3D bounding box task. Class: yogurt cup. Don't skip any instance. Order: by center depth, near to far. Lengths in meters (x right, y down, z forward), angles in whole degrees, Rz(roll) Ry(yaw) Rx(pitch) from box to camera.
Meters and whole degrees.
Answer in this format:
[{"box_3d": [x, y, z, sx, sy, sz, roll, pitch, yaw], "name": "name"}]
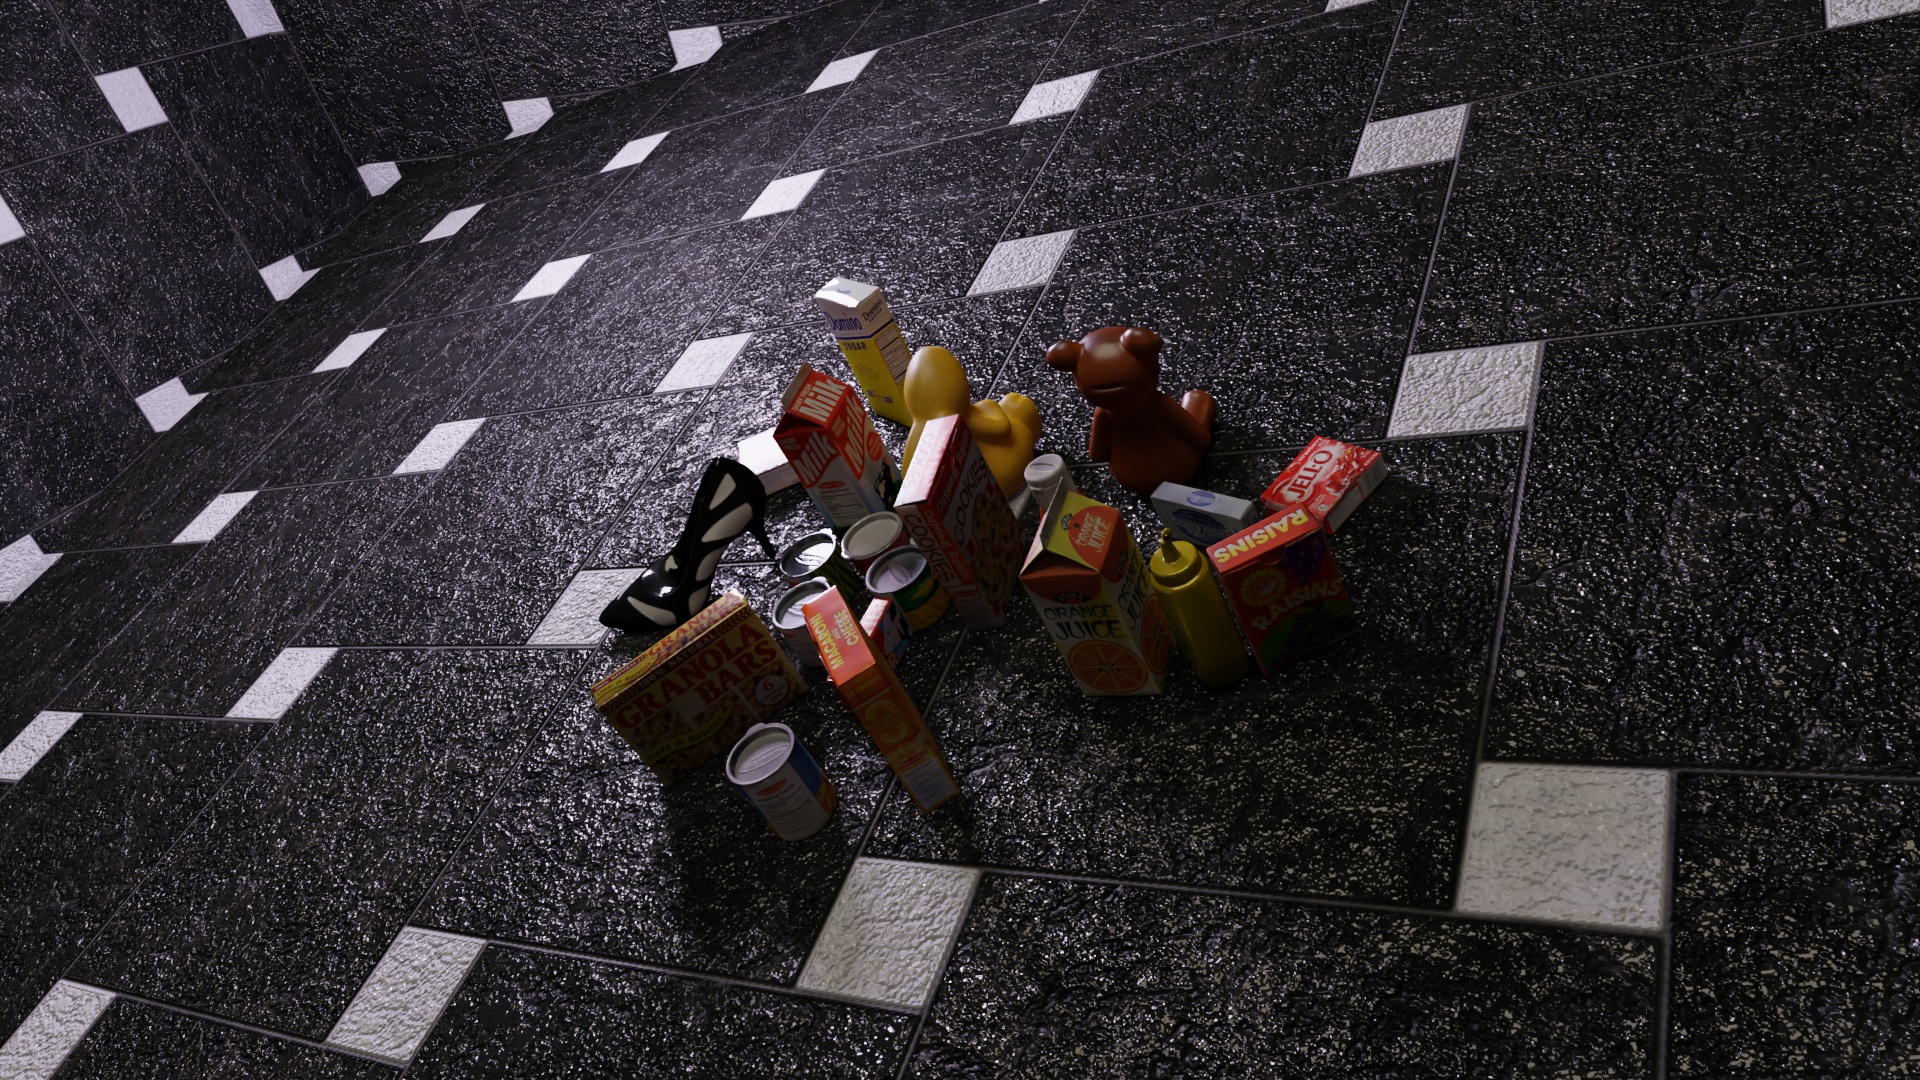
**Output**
[{"box_3d": [-0.081, 0.011, 1.427, 0.072, 0.053, 0.073, -19, 36, 15], "name": "yogurt cup"}]

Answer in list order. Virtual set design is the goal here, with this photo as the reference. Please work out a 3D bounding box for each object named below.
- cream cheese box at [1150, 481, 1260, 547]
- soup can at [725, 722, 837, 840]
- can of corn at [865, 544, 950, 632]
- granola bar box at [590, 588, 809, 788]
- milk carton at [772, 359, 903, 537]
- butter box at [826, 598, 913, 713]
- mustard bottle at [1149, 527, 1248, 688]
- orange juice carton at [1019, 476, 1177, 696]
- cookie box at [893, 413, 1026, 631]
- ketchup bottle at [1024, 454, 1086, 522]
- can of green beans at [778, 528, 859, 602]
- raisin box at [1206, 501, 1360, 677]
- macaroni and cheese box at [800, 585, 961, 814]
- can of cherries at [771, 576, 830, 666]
[{"box_3d": [0.224, -0.018, 1.251, 0.104, 0.053, 0.024, 17, 56, 46], "name": "cream cheese box"}, {"box_3d": [-0.155, 0.209, 1.209, 0.071, 0.083, 0.072, -19, 36, 15], "name": "soup can"}, {"box_3d": [-0.048, 0.046, 1.358, 0.071, 0.058, 0.071, -19, 36, 15], "name": "can of corn"}, {"box_3d": [-0.246, 0.141, 1.322, 0.166, 0.123, 0.039, -35, 35, -8], "name": "granola bar box"}, {"box_3d": [-0.134, -0.098, 1.482, 0.073, 0.189, 0.073, -6, 41, 30], "name": "milk carton"}, {"box_3d": [-0.083, 0.109, 1.310, 0.024, 0.053, 0.104, -1, 44, 35], "name": "butter box"}, {"box_3d": [0.184, 0.047, 1.105, 0.049, 0.159, 0.065, -28, 35, 3], "name": "mustard bottle"}, {"box_3d": [0.109, 0.040, 1.138, 0.073, 0.192, 0.072, -6, 42, 31], "name": "orange juice carton"}, {"box_3d": [0.005, -0.016, 1.304, 0.040, 0.166, 0.123, -10, 40, 26], "name": "cookie box"}, {"box_3d": [0.101, -0.011, 1.245, 0.065, 0.148, 0.044, 8, 50, 41], "name": "ketchup bottle"}, {"box_3d": [-0.146, 0.034, 1.442, 0.071, 0.057, 0.071, -19, 36, 15], "name": "can of green beans"}, {"box_3d": [0.255, 0.040, 1.096, 0.086, 0.123, 0.040, -27, 35, 4], "name": "raisin box"}, {"box_3d": [-0.068, 0.134, 1.169, 0.040, 0.165, 0.124, -32, 35, -3], "name": "macaroni and cheese box"}, {"box_3d": [-0.143, 0.081, 1.381, 0.071, 0.058, 0.072, -19, 36, 15], "name": "can of cherries"}]
